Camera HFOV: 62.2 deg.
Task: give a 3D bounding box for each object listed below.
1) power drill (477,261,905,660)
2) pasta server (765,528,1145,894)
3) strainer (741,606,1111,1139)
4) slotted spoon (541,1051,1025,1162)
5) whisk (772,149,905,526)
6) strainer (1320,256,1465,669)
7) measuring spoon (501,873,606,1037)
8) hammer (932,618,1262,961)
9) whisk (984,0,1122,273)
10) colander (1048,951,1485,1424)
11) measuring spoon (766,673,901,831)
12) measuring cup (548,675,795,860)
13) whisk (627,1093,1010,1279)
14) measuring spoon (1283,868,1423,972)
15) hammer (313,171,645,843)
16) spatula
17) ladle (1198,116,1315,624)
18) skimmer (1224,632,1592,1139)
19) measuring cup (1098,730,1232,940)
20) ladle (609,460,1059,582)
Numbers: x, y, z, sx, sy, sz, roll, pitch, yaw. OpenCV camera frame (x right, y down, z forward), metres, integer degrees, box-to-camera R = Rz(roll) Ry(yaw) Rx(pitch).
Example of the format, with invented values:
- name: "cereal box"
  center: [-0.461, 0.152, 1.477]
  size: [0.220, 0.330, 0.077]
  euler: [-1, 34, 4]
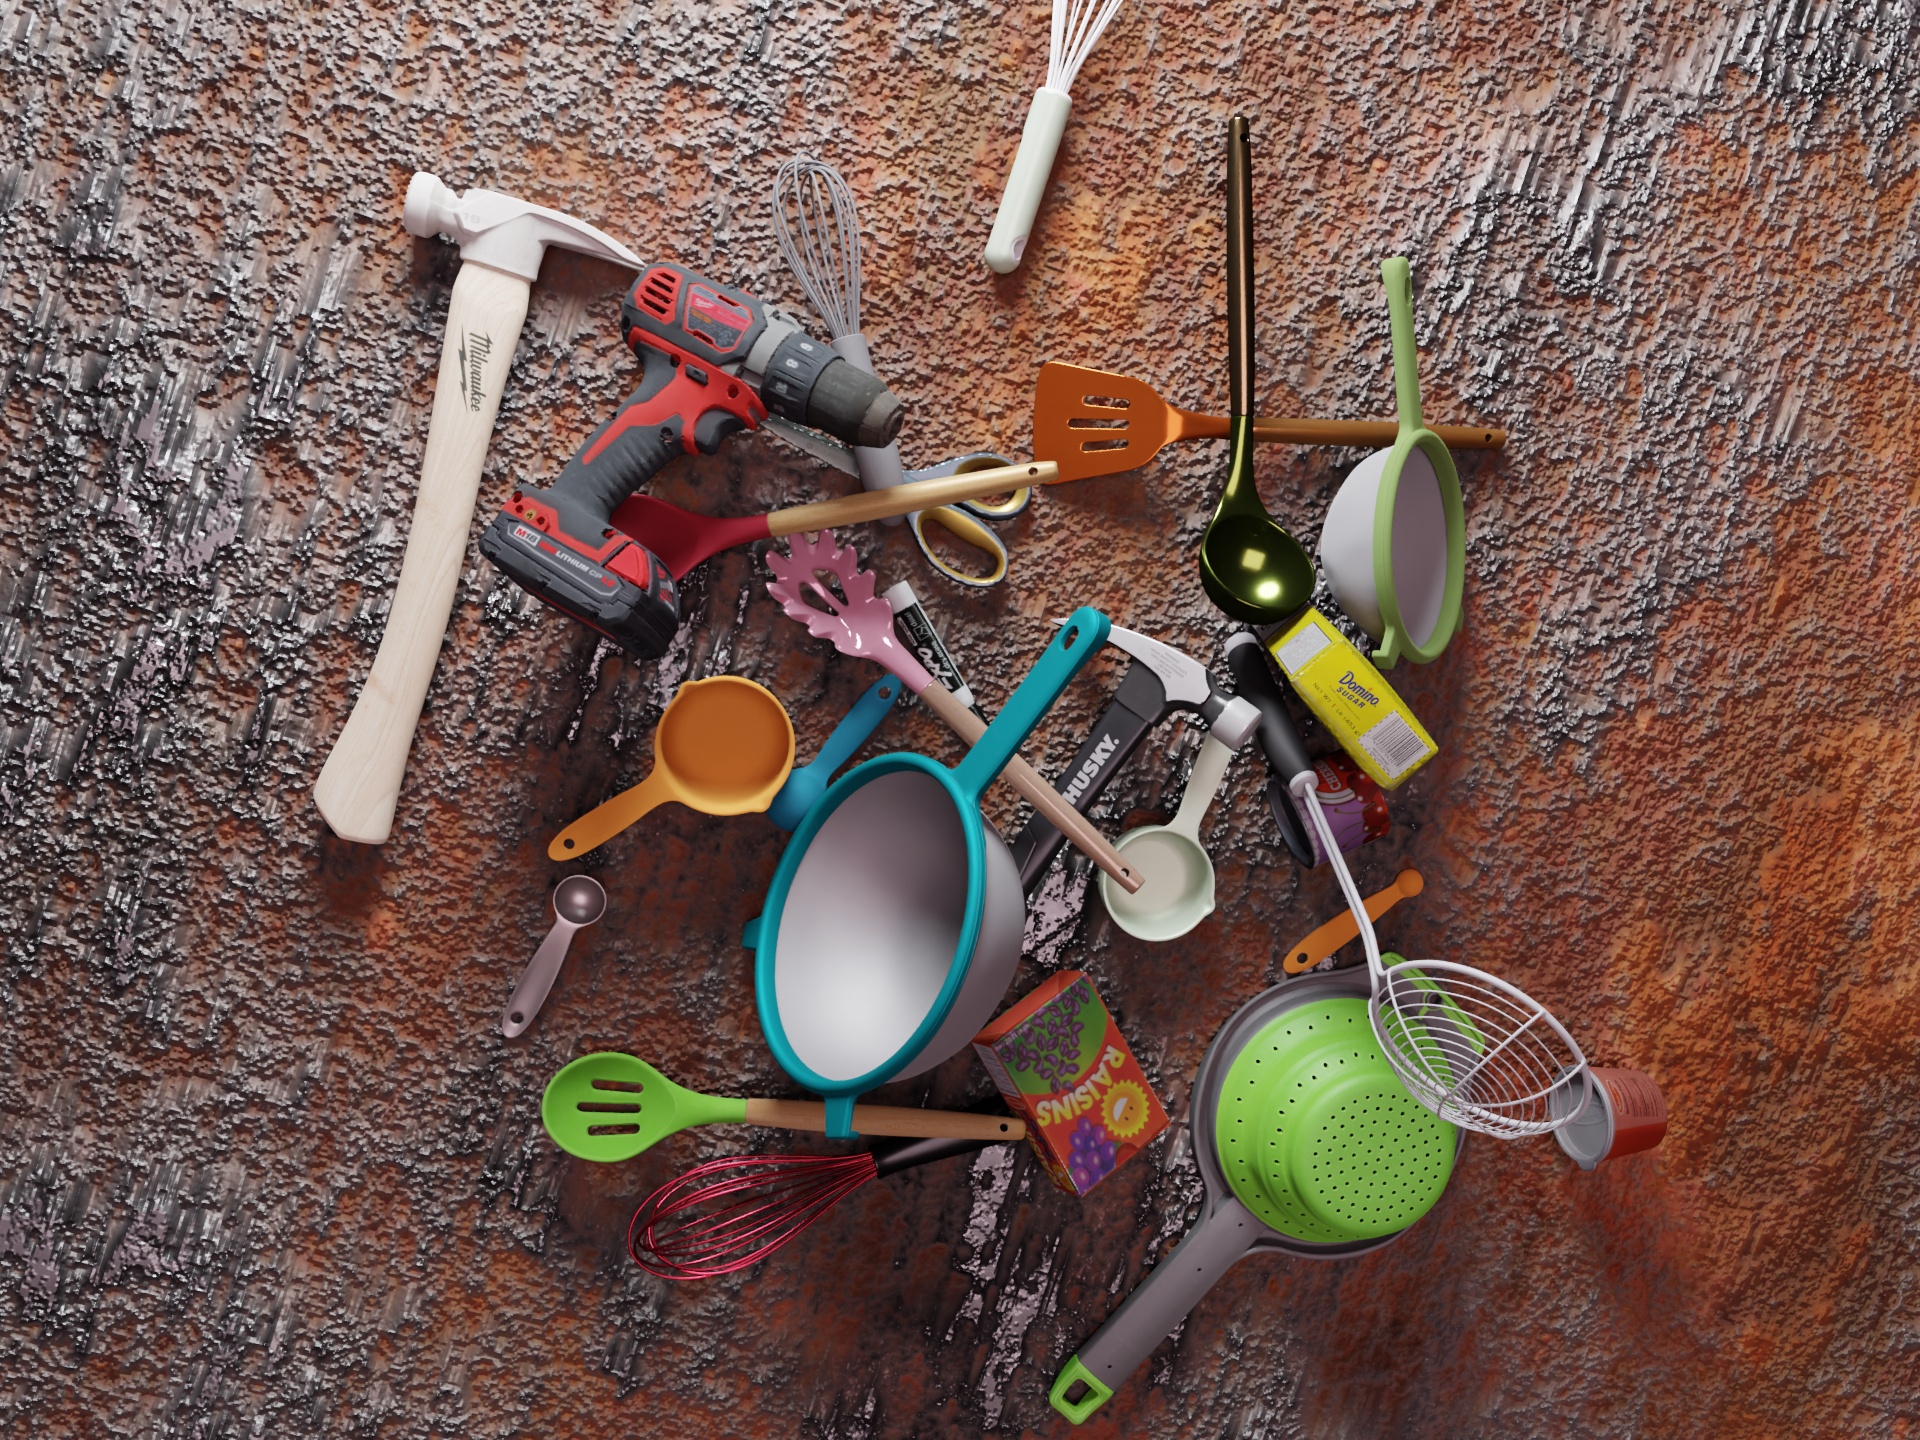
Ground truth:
- name: "power drill"
  center: [-0.159, -0.151, 0.959]
  size: [0.188, 0.080, 0.227]
  euler: [29, 81, 12]
- name: "pasta server"
  center: [-0.002, -0.003, 1.012]
  size: [0.316, 0.040, 0.060]
  euler: [43, 83, 6]
- name: "strainer"
  center: [0.007, 0.083, 0.967]
  size: [0.095, 0.211, 0.340]
  euler: [25, 108, -37]
- name: "slotted spoon"
  center: [-0.114, 0.260, 1.042]
  size: [0.313, 0.031, 0.070]
  euler: [3, 73, 0]
- name: "whisk"
  center: [-0.071, -0.239, 1.002]
  size: [0.055, 0.055, 0.239]
  euler: [-15, 94, -5]
- name: "strainer"
  center: [0.267, -0.163, 1.027]
  size: [0.069, 0.151, 0.256]
  euler: [0, 103, 35]
- name: "measuring spoon"
  center: [-0.269, 0.154, 1.043]
  size: [0.034, 0.018, 0.124]
  euler: [28, 98, -9]
- name: "hammer"
  center: [0.041, 0.086, 1.047]
  size: [0.146, 0.035, 0.335]
  euler: [38, 97, 15]
- name: "whisk"
  center: [0.062, -0.406, 1.014]
  size: [0.059, 0.057, 0.246]
  euler: [21, 97, 26]
- name: "colander"
  center: [0.210, 0.340, 1.076]
  size: [0.204, 0.094, 0.397]
  euler: [43, 89, -9]
- name: "measuring spoon"
  center: [-0.081, 0.021, 1.045]
  size: [0.042, 0.021, 0.128]
  euler: [39, 92, -9]
- name: "measuring cup"
  center: [-0.186, 0.037, 1.021]
  size: [0.173, 0.052, 0.095]
  euler: [-32, 99, -1]
- name: "whisk"
  center: [-0.076, 0.302, 1.060]
  size: [0.296, 0.073, 0.073]
  euler: [-16, 98, -12]
- name: "measuring spoon"
  center: [0.274, 0.141, 1.107]
  size: [0.117, 0.011, 0.021]
  euler: [-34, 99, -3]
- name: "hammer"
  center: [-0.317, -0.120, 0.997]
  size: [0.146, 0.038, 0.410]
  euler: [15, 94, -10]
- name: "spatula"
  center: [0.210, -0.193, 1.062]
  size: [0.322, 0.041, 0.081]
  euler: [0, 95, -11]
- name: "ladle"
  center: [0.184, -0.220, 1.005]
  size: [0.078, 0.062, 0.320]
  euler: [-3, 94, -21]
- name: "skimmer"
  center: [0.259, 0.084, 0.975]
  size: [0.090, 0.127, 0.364]
  euler: [-8, 53, -12]
- name: "measuring cup"
  center: [0.148, 0.066, 1.072]
  size: [0.083, 0.038, 0.167]
  euler: [23, 91, -9]
- name: "ladle"
  center: [-0.094, -0.128, 0.994]
  size: [0.315, 0.031, 0.069]
  euler: [-9, 85, 8]
